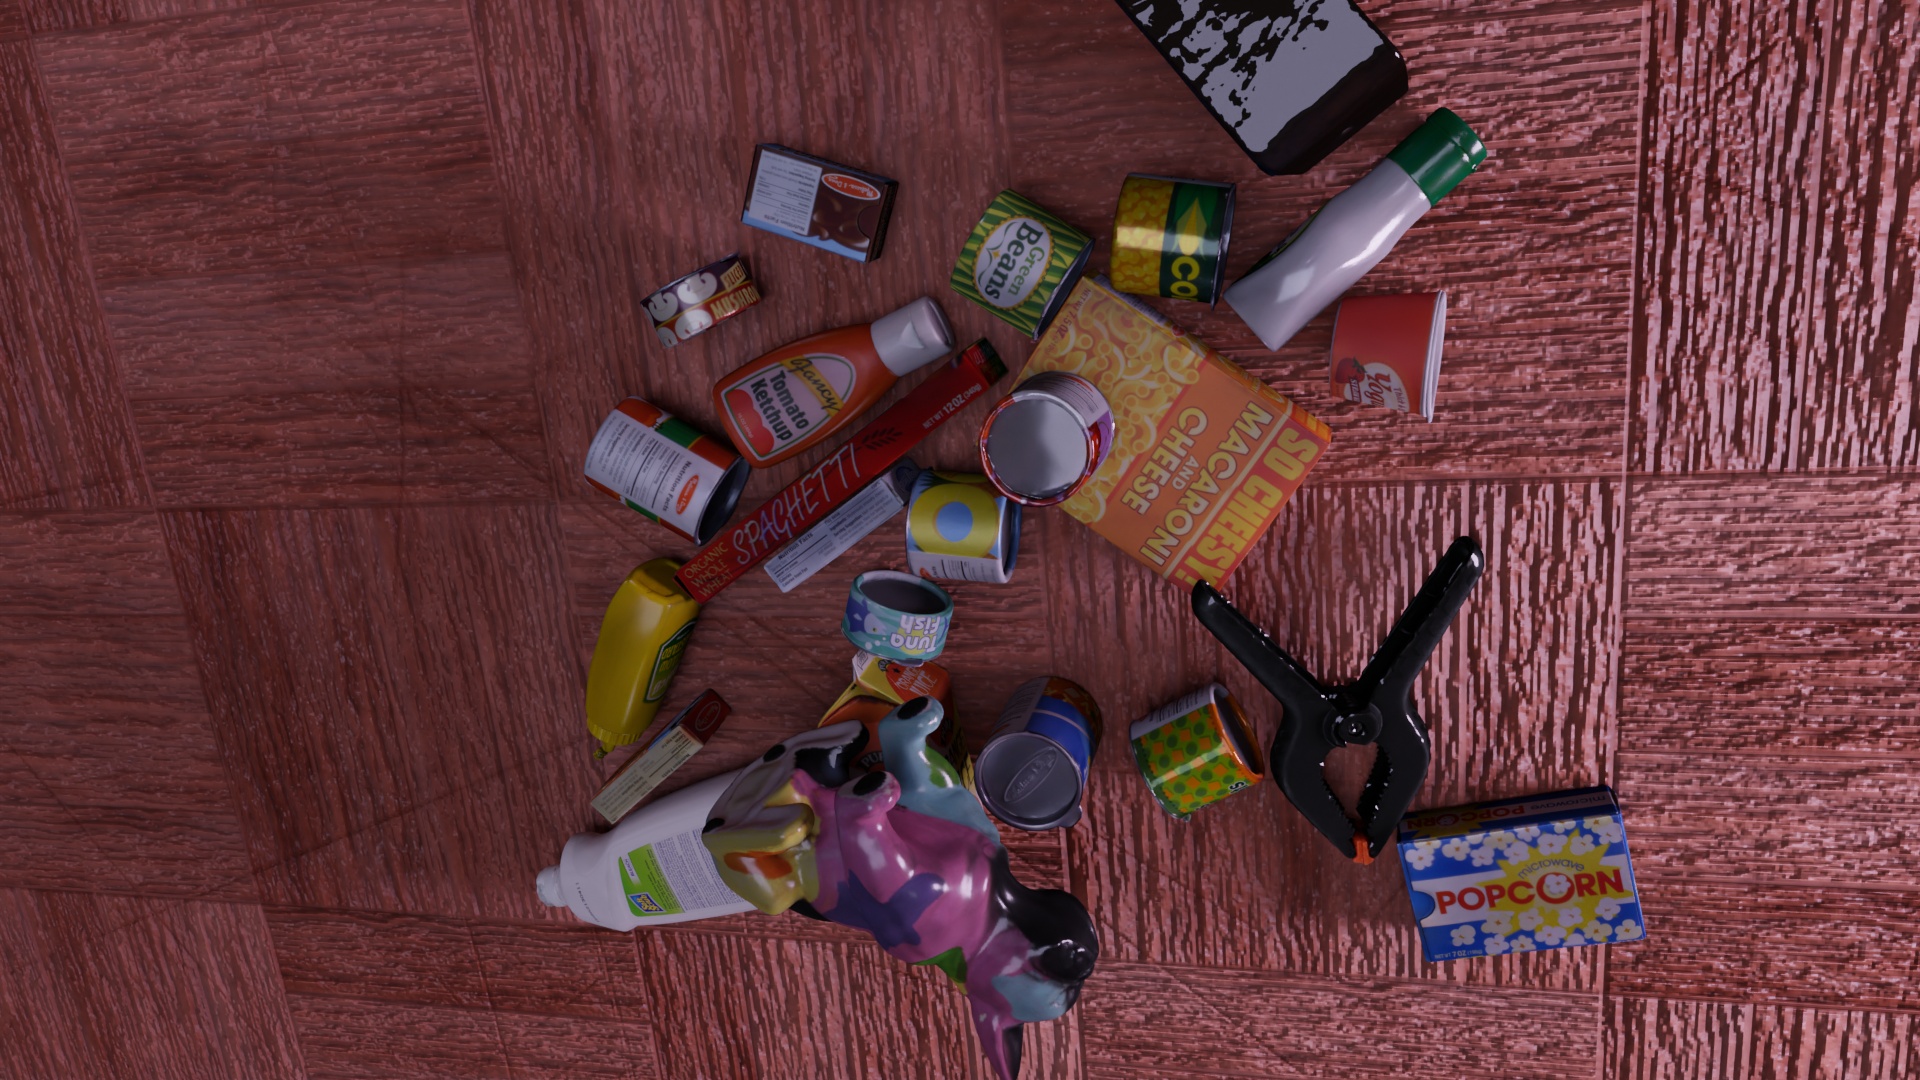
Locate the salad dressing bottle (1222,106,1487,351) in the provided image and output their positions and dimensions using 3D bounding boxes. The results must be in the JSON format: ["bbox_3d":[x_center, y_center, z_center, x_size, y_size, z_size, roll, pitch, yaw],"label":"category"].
[{"bbox_3d":[0.209,-0.165,0.740,0.147,0.064,0.044,-42,83,14],"label":"salad dressing bottle"}]

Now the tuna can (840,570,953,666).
[{"bbox_3d":[-0.038,0.048,0.866,0.071,0.071,0.032,18,111,9],"label":"tuna can"}]

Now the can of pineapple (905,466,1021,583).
[{"bbox_3d":[0.003,-0.011,0.839,0.058,0.071,0.070,5,109,13],"label":"can of pineapple"}]

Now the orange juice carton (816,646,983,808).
[{"bbox_3d":[-0.036,0.151,0.898,0.073,0.072,0.192,-9,105,17],"label":"orange juice carton"}]

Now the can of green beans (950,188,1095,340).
[{"bbox_3d":[0.035,-0.156,0.783,0.058,0.071,0.071,32,113,3],"label":"can of green beans"}]

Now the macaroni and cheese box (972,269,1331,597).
[{"bbox_3d":[0.111,-0.060,0.808,0.166,0.040,0.123,34,113,3],"label":"macaroni and cheese box"}]

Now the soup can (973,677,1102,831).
[{"bbox_3d":[0.052,0.132,0.862,0.071,0.084,0.071,5,109,14],"label":"soup can"}]

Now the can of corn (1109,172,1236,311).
[{"bbox_3d":[0.116,-0.163,0.758,0.058,0.071,0.071,10,110,13],"label":"can of corn"}]

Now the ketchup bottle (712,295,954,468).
[{"bbox_3d":[-0.075,-0.100,0.843,0.148,0.044,0.064,-25,100,20],"label":"ketchup bottle"}]

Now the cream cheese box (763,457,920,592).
[{"bbox_3d":[-0.071,-0.009,0.865,0.103,0.053,0.024,-36,94,22],"label":"cream cheese box"}]

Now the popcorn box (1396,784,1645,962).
[{"bbox_3d":[0.335,0.201,0.834,0.126,0.038,0.085,-13,105,18],"label":"popcorn box"}]

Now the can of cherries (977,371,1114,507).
[{"bbox_3d":[0.047,-0.054,0.772,0.071,0.058,0.071,5,108,15],"label":"can of cherries"}]

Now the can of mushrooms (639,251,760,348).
[{"bbox_3d":[-0.154,-0.145,0.836,0.071,0.071,0.033,-23,101,20],"label":"can of mushrooms"}]

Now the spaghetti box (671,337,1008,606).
[{"bbox_3d":[-0.077,-0.040,0.859,0.249,0.050,0.028,-35,95,22],"label":"spaghetti box"}]

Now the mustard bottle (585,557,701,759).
[{"bbox_3d":[-0.219,0.088,0.933,0.049,0.065,0.159,29,118,10],"label":"mustard bottle"}]

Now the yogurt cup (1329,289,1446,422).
[{"bbox_3d":[0.231,-0.103,0.751,0.054,0.073,0.072,8,110,21],"label":"yogurt cup"}]

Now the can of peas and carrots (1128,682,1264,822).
[{"bbox_3d":[0.145,0.130,0.845,0.058,0.071,0.071,-30,98,21],"label":"can of peas and carrots"}]

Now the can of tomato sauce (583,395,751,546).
[{"bbox_3d":[-0.184,-0.045,0.879,0.083,0.071,0.071,29,112,5],"label":"can of tomato sauce"}]

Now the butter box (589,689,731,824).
[{"bbox_3d":[-0.206,0.148,0.952,0.103,0.053,0.024,-41,97,23],"label":"butter box"}]

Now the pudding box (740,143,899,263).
[{"bbox_3d":[-0.083,-0.199,0.820,0.084,0.030,0.049,19,110,8],"label":"pudding box"}]
